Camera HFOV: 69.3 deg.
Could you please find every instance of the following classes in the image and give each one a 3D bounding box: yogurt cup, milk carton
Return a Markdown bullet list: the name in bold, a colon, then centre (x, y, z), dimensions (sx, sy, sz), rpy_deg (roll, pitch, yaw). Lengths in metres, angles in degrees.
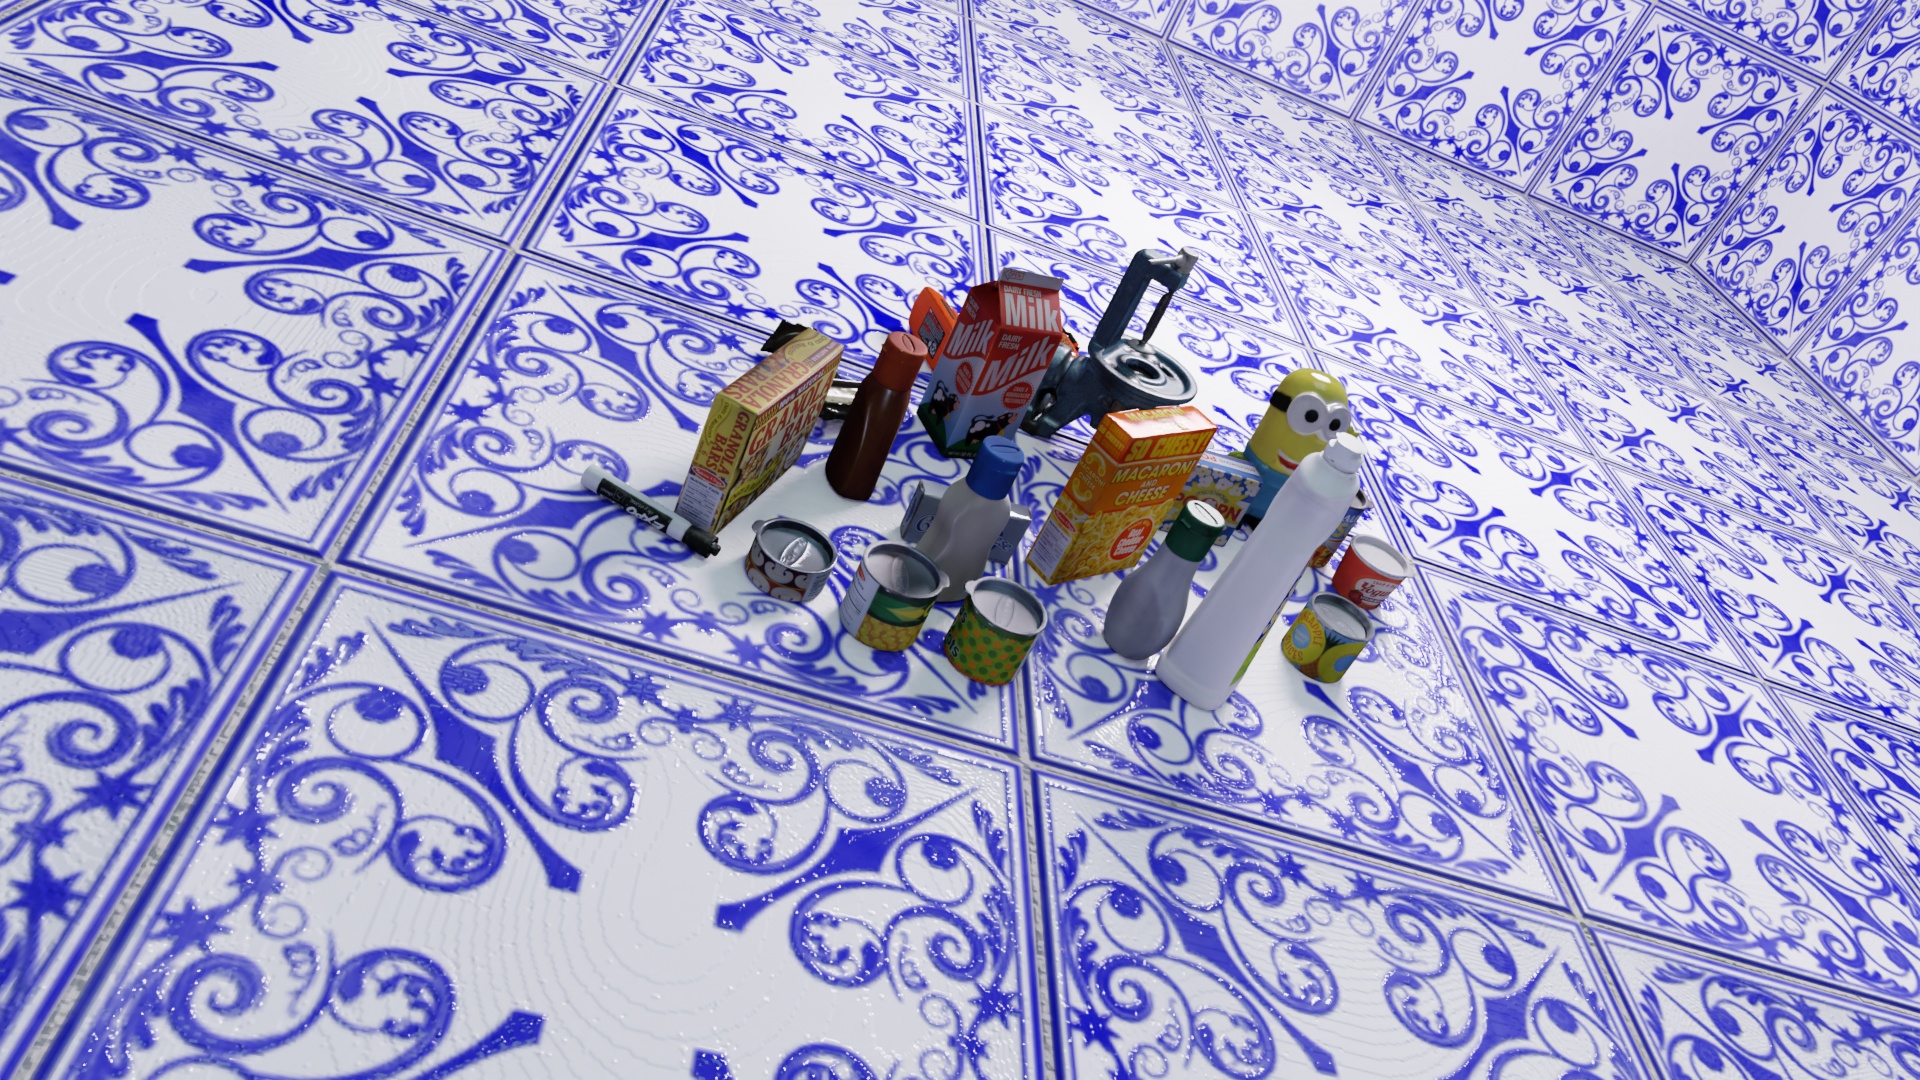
- **yogurt cup**: centre (0.419, 0.034, 1.426), dimensions (0.072, 0.053, 0.073), rpy_deg (19, 33, -12)
- **milk carton**: centre (0.033, -0.173, 1.318), dimensions (0.072, 0.189, 0.074), rpy_deg (3, 39, -33)

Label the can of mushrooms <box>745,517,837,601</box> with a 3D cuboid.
- **can of mushrooms**: centre (-0.134, 0.014, 1.081), dimensions (0.071, 0.033, 0.071), rpy_deg (19, 33, -12)

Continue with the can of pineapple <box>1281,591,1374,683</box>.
- **can of pineapple**: centre (0.338, 0.090, 1.286), dimensions (0.071, 0.057, 0.071), rpy_deg (19, 33, -12)

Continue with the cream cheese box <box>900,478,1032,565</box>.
- **cream cheese box**: centre (0.004, -0.015, 1.202), dimensions (0.104, 0.053, 0.024), rpy_deg (14, 34, -19)

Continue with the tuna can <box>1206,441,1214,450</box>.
- **tuna can**: centre (0.238, -0.105, 1.515), dimensions (0.071, 0.032, 0.071), rpy_deg (19, 33, -12)

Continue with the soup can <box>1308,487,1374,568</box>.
- **soup can**: centre (0.377, -0.021, 1.447), dimensions (0.071, 0.083, 0.072), rpy_deg (19, 33, -13)

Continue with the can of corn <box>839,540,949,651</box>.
- **can of corn**: centre (-0.052, 0.044, 1.074), dimensions (0.071, 0.058, 0.071), rpy_deg (19, 33, -12)

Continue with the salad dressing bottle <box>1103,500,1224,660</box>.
- **salad dressing bottle**: centre (0.171, 0.034, 1.163), dimensions (0.044, 0.147, 0.064), rpy_deg (-4, 43, -40)

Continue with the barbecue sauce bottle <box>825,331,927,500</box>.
- **barbecue sauce bottle**: centre (-0.072, -0.109, 1.192), dimensions (0.044, 0.147, 0.065), rpy_deg (10, 36, -25)

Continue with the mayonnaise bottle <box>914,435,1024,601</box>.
- **mayonnaise bottle**: centre (0.007, -0.016, 1.116), dimensions (0.065, 0.147, 0.041), rpy_deg (1, 40, -34)

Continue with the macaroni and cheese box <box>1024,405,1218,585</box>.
- **macaroni and cheese box**: centre (0.142, -0.042, 1.232), dimensions (0.124, 0.165, 0.040), rpy_deg (-10, 47, -44)

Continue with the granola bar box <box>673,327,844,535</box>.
- **granola bar box**: centre (-0.161, -0.089, 1.125), dimensions (0.039, 0.123, 0.166), rpy_deg (30, 32, 5)

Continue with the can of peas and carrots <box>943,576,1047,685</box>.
- **can of peas and carrots**: centre (0.025, 0.070, 1.090), dimensions (0.071, 0.058, 0.071), rpy_deg (19, 33, -12)

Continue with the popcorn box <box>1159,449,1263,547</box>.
- **popcorn box**: centre (0.224, -0.049, 1.377), dimensions (0.127, 0.084, 0.038), rpy_deg (14, 34, -19)
